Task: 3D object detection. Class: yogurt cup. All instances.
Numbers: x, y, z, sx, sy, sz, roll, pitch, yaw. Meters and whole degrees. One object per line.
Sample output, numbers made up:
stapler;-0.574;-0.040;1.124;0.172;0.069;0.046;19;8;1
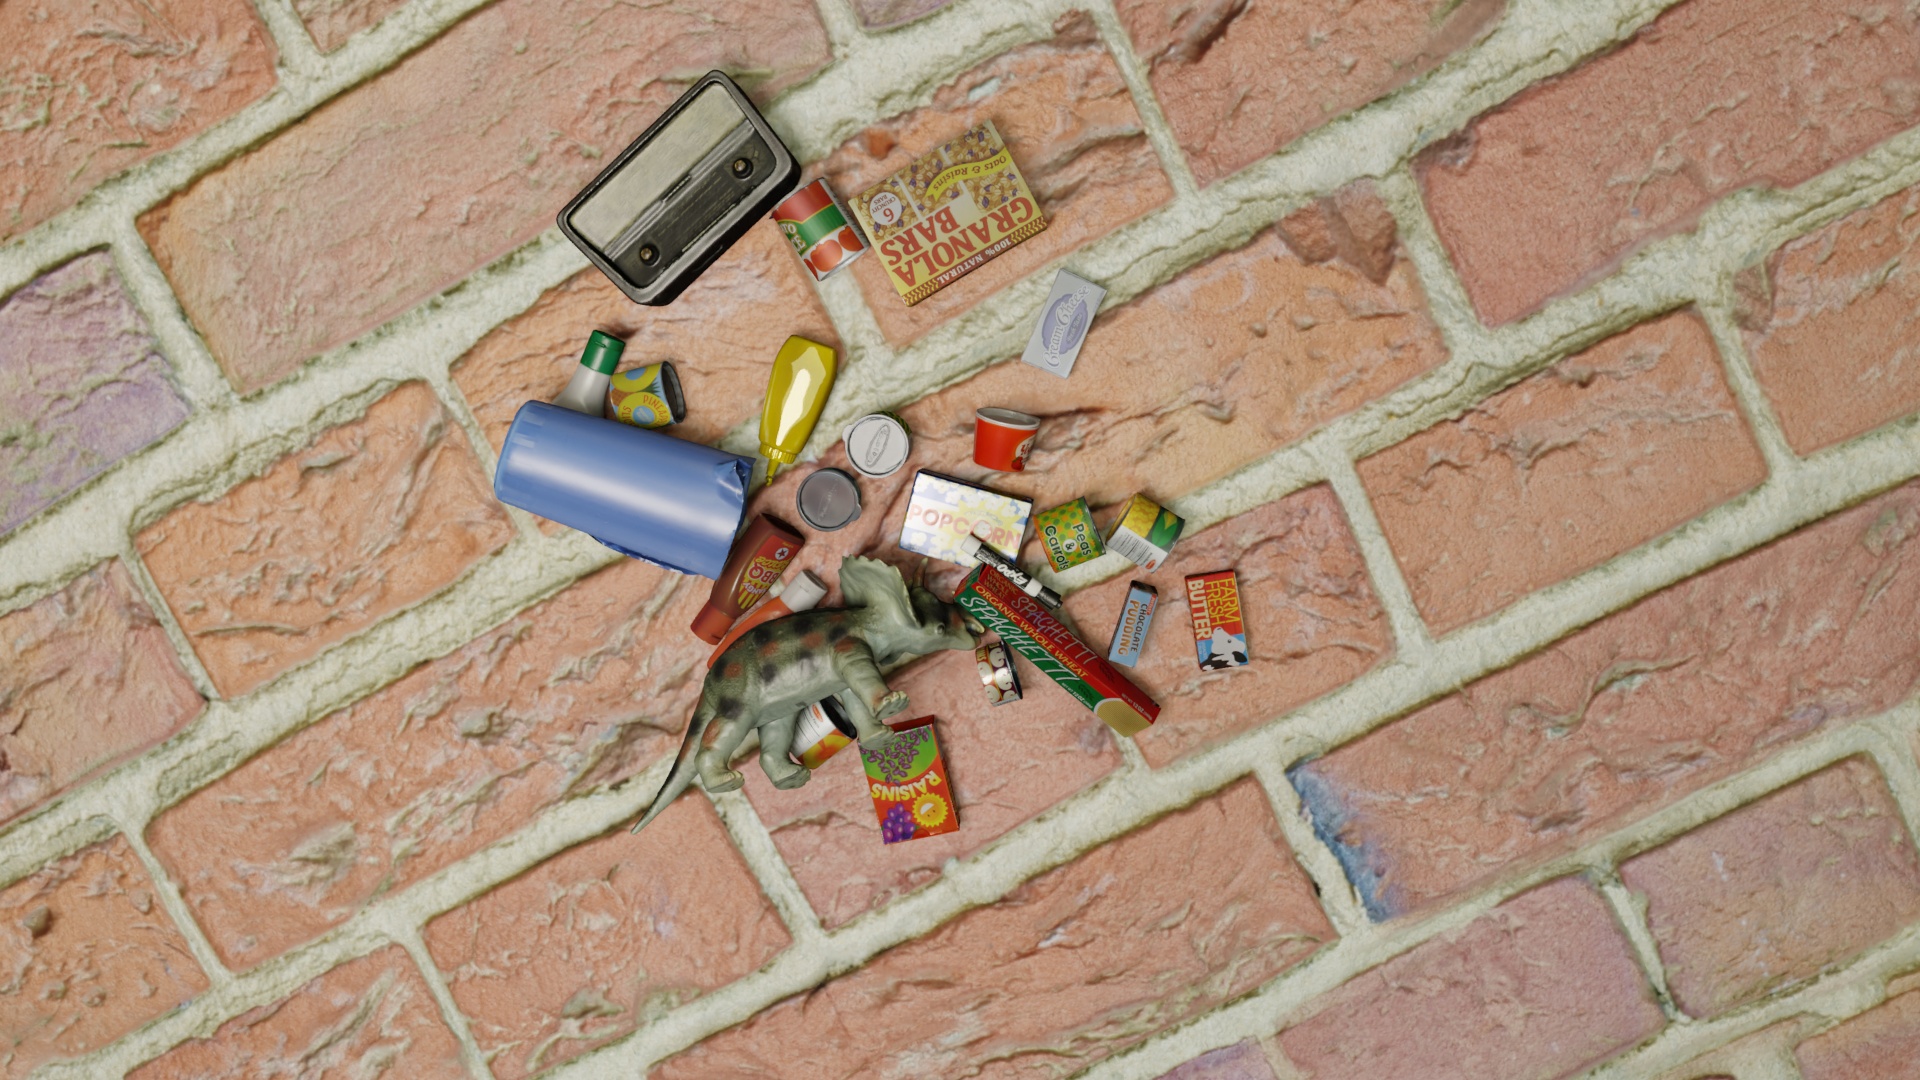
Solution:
yogurt cup;0.044;-0.103;1.436;0.072;0.072;0.053;12;107;1

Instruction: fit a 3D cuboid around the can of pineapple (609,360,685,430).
can of pineapple;-0.326;-0.147;1.445;0.058;0.071;0.071;-13;98;6

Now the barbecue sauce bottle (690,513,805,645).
barbecue sauce bottle;-0.230;0.043;1.471;0.044;0.065;0.148;43;99;35

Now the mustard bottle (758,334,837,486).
mustard bottle;-0.178;-0.133;1.450;0.065;0.049;0.160;21;100;0

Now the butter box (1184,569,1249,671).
butter box;0.271;0.084;1.471;0.053;0.024;0.103;-10;98;4

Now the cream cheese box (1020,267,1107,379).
cream cheese box;0.106;-0.223;1.434;0.053;0.024;0.103;23;99;0

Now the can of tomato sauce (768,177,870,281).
can of tomato sauce;-0.143;-0.314;1.413;0.071;0.071;0.083;-34;96;7

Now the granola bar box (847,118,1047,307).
granola bar box;-0.012;-0.332;1.417;0.165;0.039;0.124;-29;96;6

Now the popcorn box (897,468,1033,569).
popcorn box;0.005;-0.018;1.462;0.127;0.038;0.085;16;99;1

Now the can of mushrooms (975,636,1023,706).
can of mushrooms;0.040;0.139;1.470;0.033;0.071;0.071;-18;97;7

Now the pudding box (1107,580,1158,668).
pudding box;0.182;0.088;1.463;0.030;0.050;0.083;18;99;2

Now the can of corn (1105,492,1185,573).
can of corn;0.192;-0.010;1.442;0.058;0.071;0.071;31;99;-1

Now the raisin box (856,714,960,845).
raisin box;-0.055;0.260;1.506;0.086;0.040;0.123;-13;98;4

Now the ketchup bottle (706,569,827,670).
ketchup bottle;-0.203;0.097;1.487;0.065;0.043;0.148;42;98;6

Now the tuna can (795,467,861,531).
tuna can;-0.136;-0.043;1.469;0.071;0.033;0.071;0;99;3

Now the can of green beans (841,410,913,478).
can of green beans;-0.084;-0.101;1.445;0.071;0.058;0.071;0;99;3

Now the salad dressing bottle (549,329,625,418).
salad dressing bottle;-0.397;-0.148;1.463;0.064;0.044;0.147;26;98;3

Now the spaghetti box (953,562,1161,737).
spaghetti box;0.101;0.117;1.456;0.250;0.029;0.050;40;139;-11

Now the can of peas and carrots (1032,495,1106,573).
can of peas and carrots;0.113;-0.005;1.443;0.059;0.071;0.071;-22;97;7

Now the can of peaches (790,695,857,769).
can of peaches;-0.152;0.204;1.491;0.058;0.071;0.071;-38;95;8
